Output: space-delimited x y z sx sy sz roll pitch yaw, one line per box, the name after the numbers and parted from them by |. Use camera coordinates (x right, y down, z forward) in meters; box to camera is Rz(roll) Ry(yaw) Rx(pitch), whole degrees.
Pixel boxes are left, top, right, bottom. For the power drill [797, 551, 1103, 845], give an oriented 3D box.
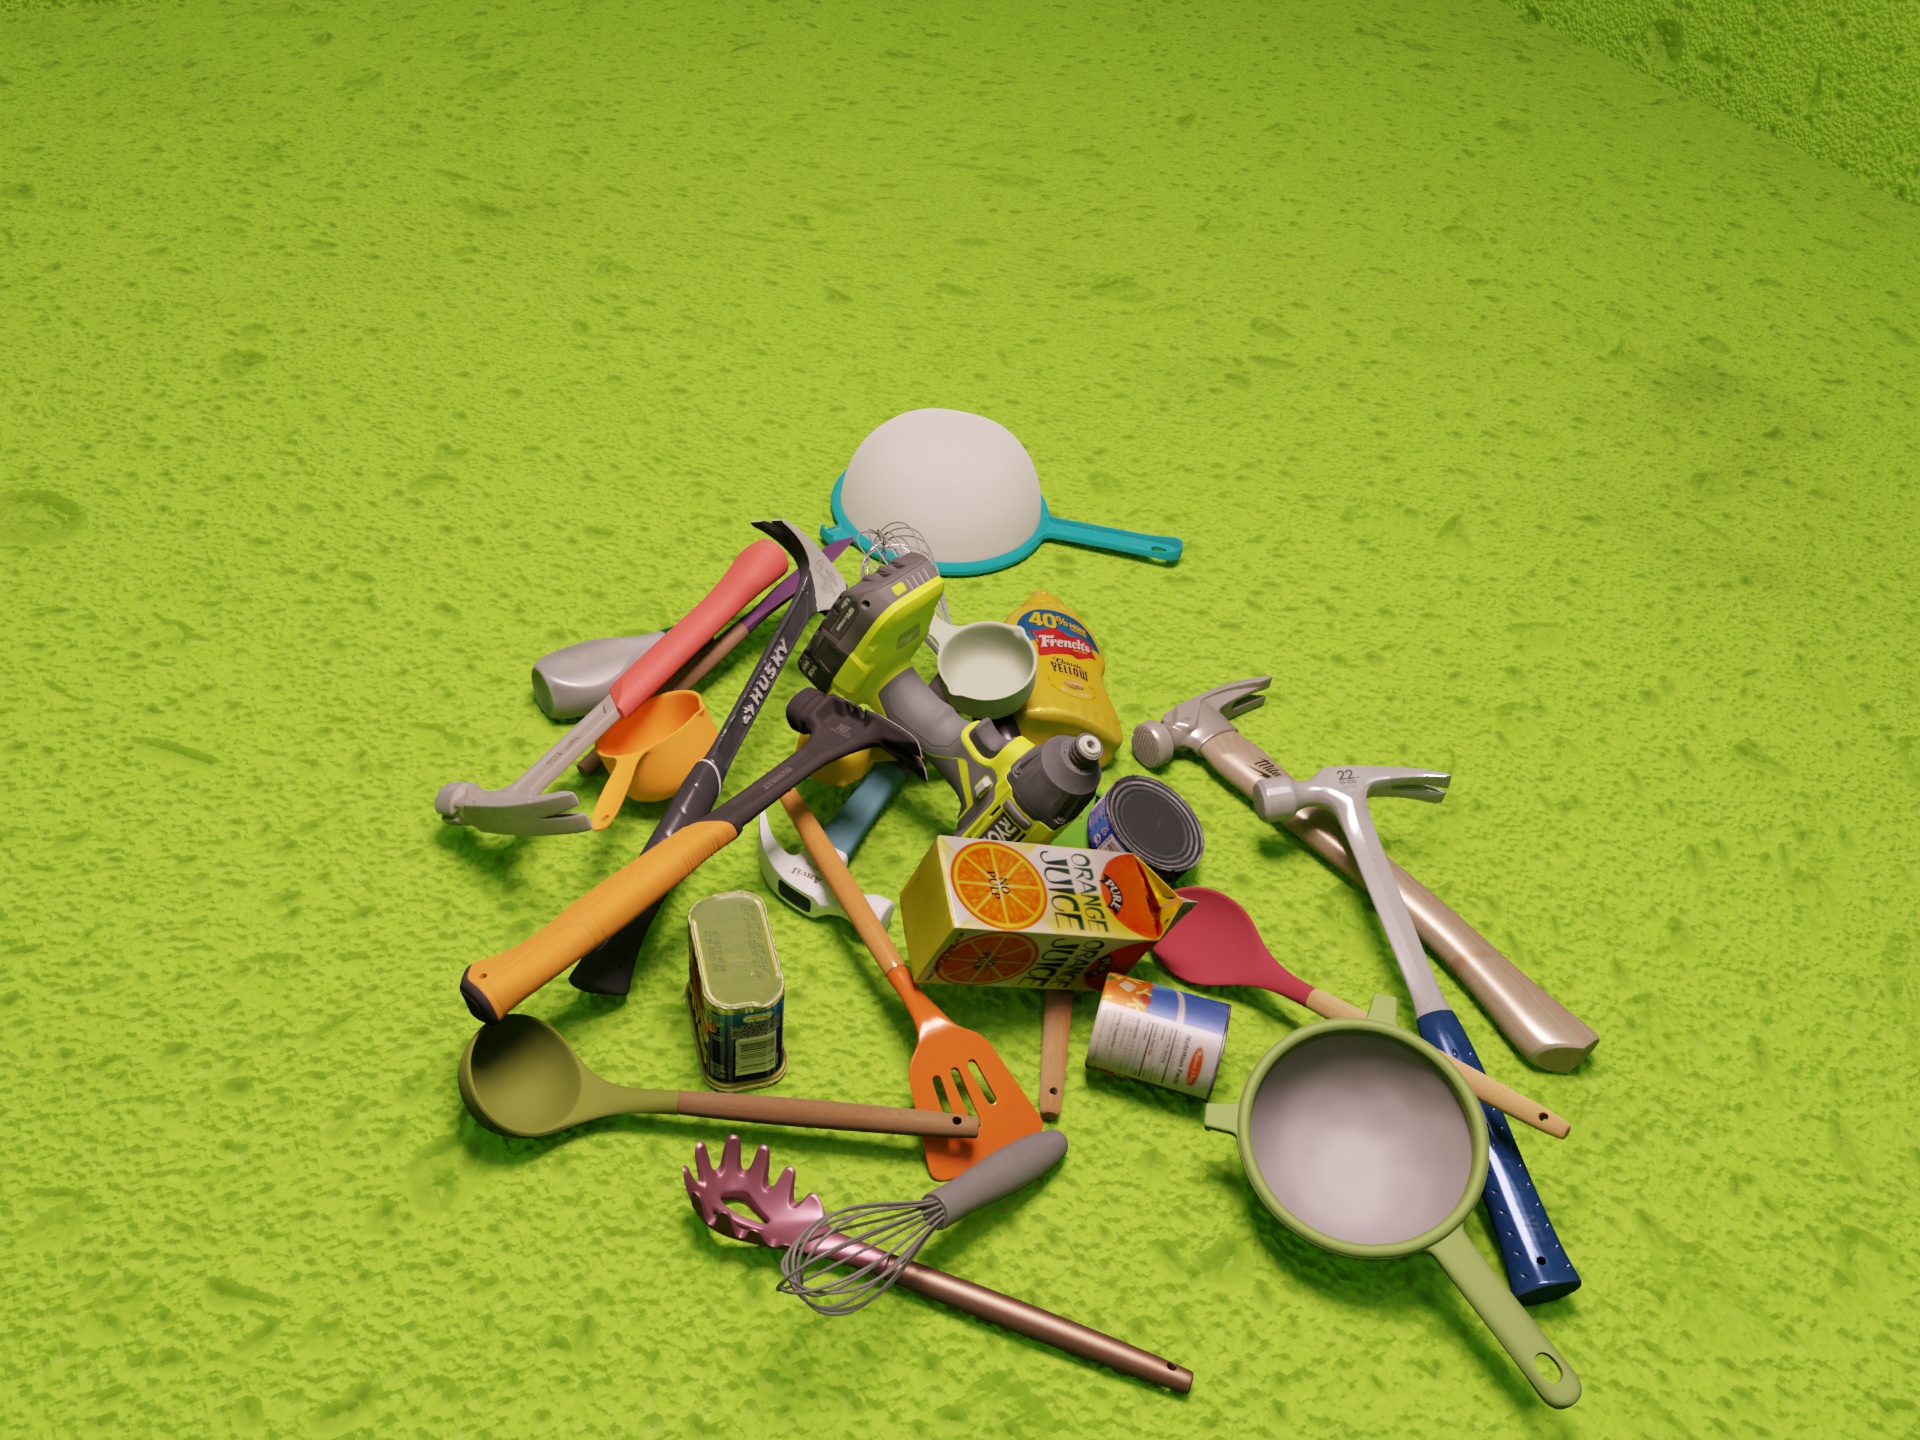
-0.002 -0.004 1.136 0.223 0.171 0.080 48 50 7 | power drill

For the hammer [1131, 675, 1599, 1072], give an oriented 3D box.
0.317 0.107 1.216 0.146 0.038 0.411 -22 50 -31 | hammer

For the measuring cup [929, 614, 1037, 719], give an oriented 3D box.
-0.013 -0.058 1.240 0.168 0.038 0.083 33 62 26 | measuring cup

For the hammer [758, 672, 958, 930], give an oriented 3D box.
-0.048 0.033 1.246 0.128 0.033 0.331 21 43 13 | hammer

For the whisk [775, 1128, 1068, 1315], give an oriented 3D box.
-0.013 0.283 0.925 0.055 0.055 0.239 38 31 30 | whisk

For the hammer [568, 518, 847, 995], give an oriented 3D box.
-0.177 0.024 1.159 0.036 0.149 0.409 0 48 30 | hammer

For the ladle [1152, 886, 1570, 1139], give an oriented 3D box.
0.257 0.196 1.063 0.316 0.031 0.069 26 74 38 | ladle

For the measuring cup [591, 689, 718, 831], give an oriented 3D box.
-0.229 0.045 1.164 0.095 0.052 0.174 -15 30 16 | measuring cup

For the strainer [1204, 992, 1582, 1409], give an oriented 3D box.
0.275 0.304 0.967 0.151 0.069 0.257 -30 60 -13 | strainer

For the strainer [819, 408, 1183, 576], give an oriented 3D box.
0.047 -0.221 1.497 0.340 0.095 0.211 12 42 7 | strainer

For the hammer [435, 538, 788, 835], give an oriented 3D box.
-0.232 -0.035 1.211 0.149 0.036 0.359 -2 34 36 | hammer

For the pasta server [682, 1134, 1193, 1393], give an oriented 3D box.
-0.016 0.322 0.924 0.316 0.040 0.060 18 28 10 | pasta server

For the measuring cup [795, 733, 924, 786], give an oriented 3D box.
-0.049 0.015 1.218 0.156 0.029 0.062 -6 44 -19 | measuring cup

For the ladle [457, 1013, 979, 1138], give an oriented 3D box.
-0.147 0.231 0.979 0.320 0.062 0.078 5 46 0 | ladle

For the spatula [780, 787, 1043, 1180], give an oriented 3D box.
-0.055 0.158 1.080 0.081 0.041 0.323 -21 52 -20 | spatula

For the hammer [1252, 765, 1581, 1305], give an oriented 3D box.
0.326 0.191 1.085 0.144 0.035 0.406 -8 50 -5 | hammer

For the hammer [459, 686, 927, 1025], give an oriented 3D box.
-0.175 0.089 1.042 0.127 0.034 0.337 24 49 39 | hammer

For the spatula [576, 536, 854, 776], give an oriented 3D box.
-0.194 -0.060 1.294 0.316 0.018 0.060 -46 22 -29 | spatula

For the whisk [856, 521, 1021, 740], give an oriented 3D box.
-0.015 -0.067 1.302 0.070 0.070 0.285 -13 49 -22 | whisk

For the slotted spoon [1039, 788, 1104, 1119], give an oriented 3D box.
0.076 0.149 1.140 0.070 0.031 0.314 12 43 -2 | slotted spoon
